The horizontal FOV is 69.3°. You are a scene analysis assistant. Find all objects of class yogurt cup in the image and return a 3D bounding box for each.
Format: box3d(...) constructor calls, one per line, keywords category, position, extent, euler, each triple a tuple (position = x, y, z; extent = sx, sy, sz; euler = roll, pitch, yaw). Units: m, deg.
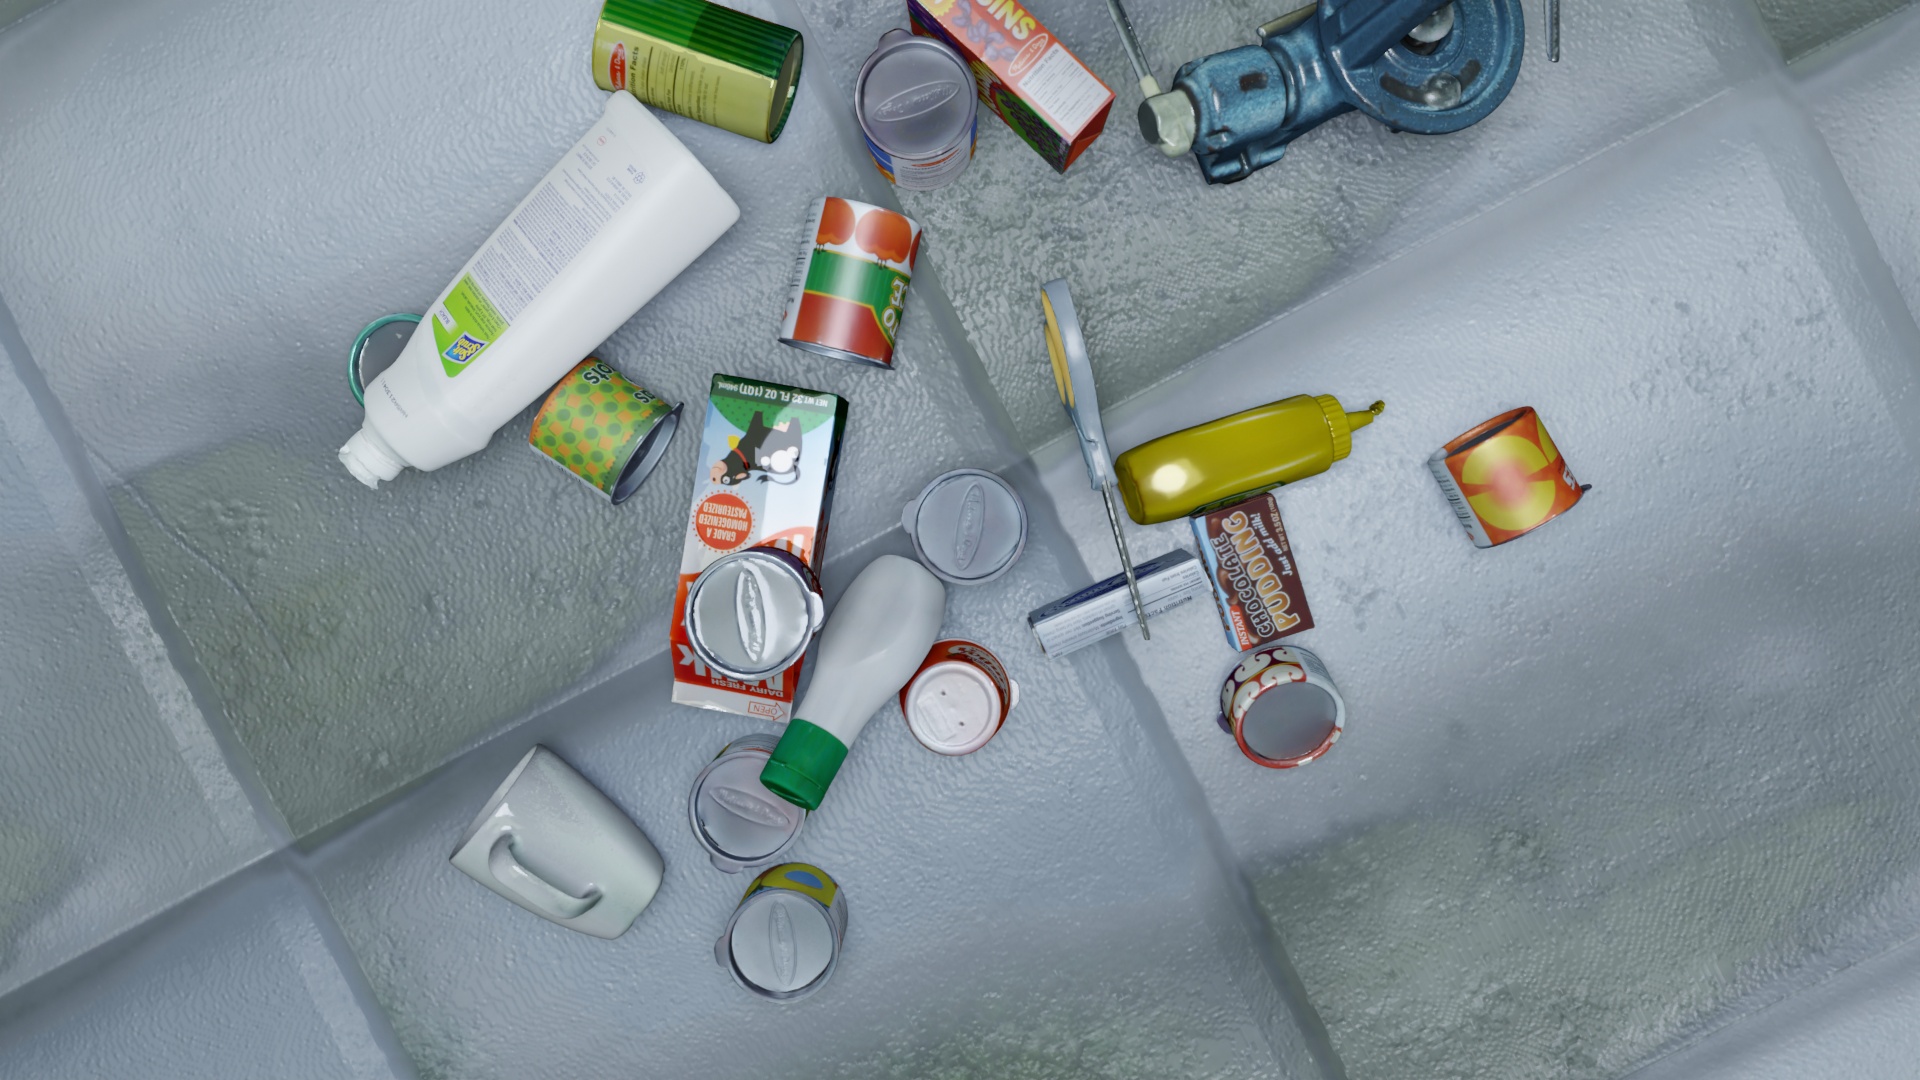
box3d(category="yogurt cup", position=(-0.004, 0.093, 0.806), extent=(0.072, 0.054, 0.072), euler=(0, 92, 1))

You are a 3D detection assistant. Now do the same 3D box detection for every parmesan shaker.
box3d(category="parmesan shaker", position=(-0.148, -0.271, 0.790), extent=(0.103, 0.071, 0.071), euler=(18, 93, -1))

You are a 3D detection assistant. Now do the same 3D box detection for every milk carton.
box3d(category="milk carton", position=(-0.116, 0.006, 0.794), extent=(0.072, 0.073, 0.190), euler=(10, 93, 0))

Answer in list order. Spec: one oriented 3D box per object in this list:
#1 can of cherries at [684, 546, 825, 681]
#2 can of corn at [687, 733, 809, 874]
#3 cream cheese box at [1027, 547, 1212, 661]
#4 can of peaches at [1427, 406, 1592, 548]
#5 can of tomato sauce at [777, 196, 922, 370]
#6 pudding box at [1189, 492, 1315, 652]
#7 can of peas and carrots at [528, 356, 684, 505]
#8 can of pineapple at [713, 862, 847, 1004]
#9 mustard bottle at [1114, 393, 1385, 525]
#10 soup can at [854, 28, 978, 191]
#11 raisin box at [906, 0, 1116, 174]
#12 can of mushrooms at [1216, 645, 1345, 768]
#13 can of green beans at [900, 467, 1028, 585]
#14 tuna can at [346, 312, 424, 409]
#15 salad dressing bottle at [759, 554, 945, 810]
box3d(category="can of cherries", position=(-0.104, 0.037, 0.728), extent=(0.071, 0.058, 0.071), euler=(0, 92, 0))
box3d(category="can of corn", position=(-0.121, 0.152, 0.806), extent=(0.071, 0.058, 0.071), euler=(0, 92, 0))
box3d(category="cream cheese box", position=(0.090, 0.036, 0.803), extent=(0.104, 0.053, 0.024), euler=(-23, 94, 2))
box3d(category="can of peaches", position=(0.312, -0.038, 0.792), extent=(0.071, 0.071, 0.058), euler=(-31, 91, 2))
box3d(category="can of tomato sauce", position=(-0.061, -0.145, 0.792), extent=(0.071, 0.071, 0.083), euler=(13, 92, 0))
box3d(category="pudding box", position=(0.170, 0.018, 0.813), extent=(0.050, 0.030, 0.083), euler=(-18, 92, 2))
box3d(category="can of peas and carrots", position=(-0.202, -0.065, 0.795), extent=(0.059, 0.071, 0.071), euler=(33, 92, 0))
box3d(category="can of pineapple", position=(-0.102, 0.227, 0.809), extent=(0.071, 0.058, 0.071), euler=(0, 92, 1))
box3d(category="mustard bottle", position=(0.171, -0.052, 0.795), extent=(0.160, 0.065, 0.049), euler=(-17, 88, -3))
box3d(category="soup can", position=(-0.024, -0.239, 0.779), extent=(0.071, 0.084, 0.071), euler=(0, 92, 0))
box3d(category="raisin box", position=(0.027, -0.268, 0.776), extent=(0.123, 0.086, 0.040), euler=(43, 94, -1))
box3d(category="can of mushrooms", position=(0.184, 0.098, 0.803), extent=(0.071, 0.033, 0.070), euler=(-3, 118, -6))
box3d(category="can of green beans", position=(0.005, -0.009, 0.800), extent=(0.071, 0.058, 0.071), euler=(0, 92, 0))
box3d(category="tuna can", position=(-0.322, -0.100, 0.811), extent=(0.071, 0.033, 0.071), euler=(0, 92, 0))
box3d(category="salad dressing bottle", position=(-0.061, 0.079, 0.781), extent=(0.064, 0.044, 0.148), euler=(10, 60, 37))
